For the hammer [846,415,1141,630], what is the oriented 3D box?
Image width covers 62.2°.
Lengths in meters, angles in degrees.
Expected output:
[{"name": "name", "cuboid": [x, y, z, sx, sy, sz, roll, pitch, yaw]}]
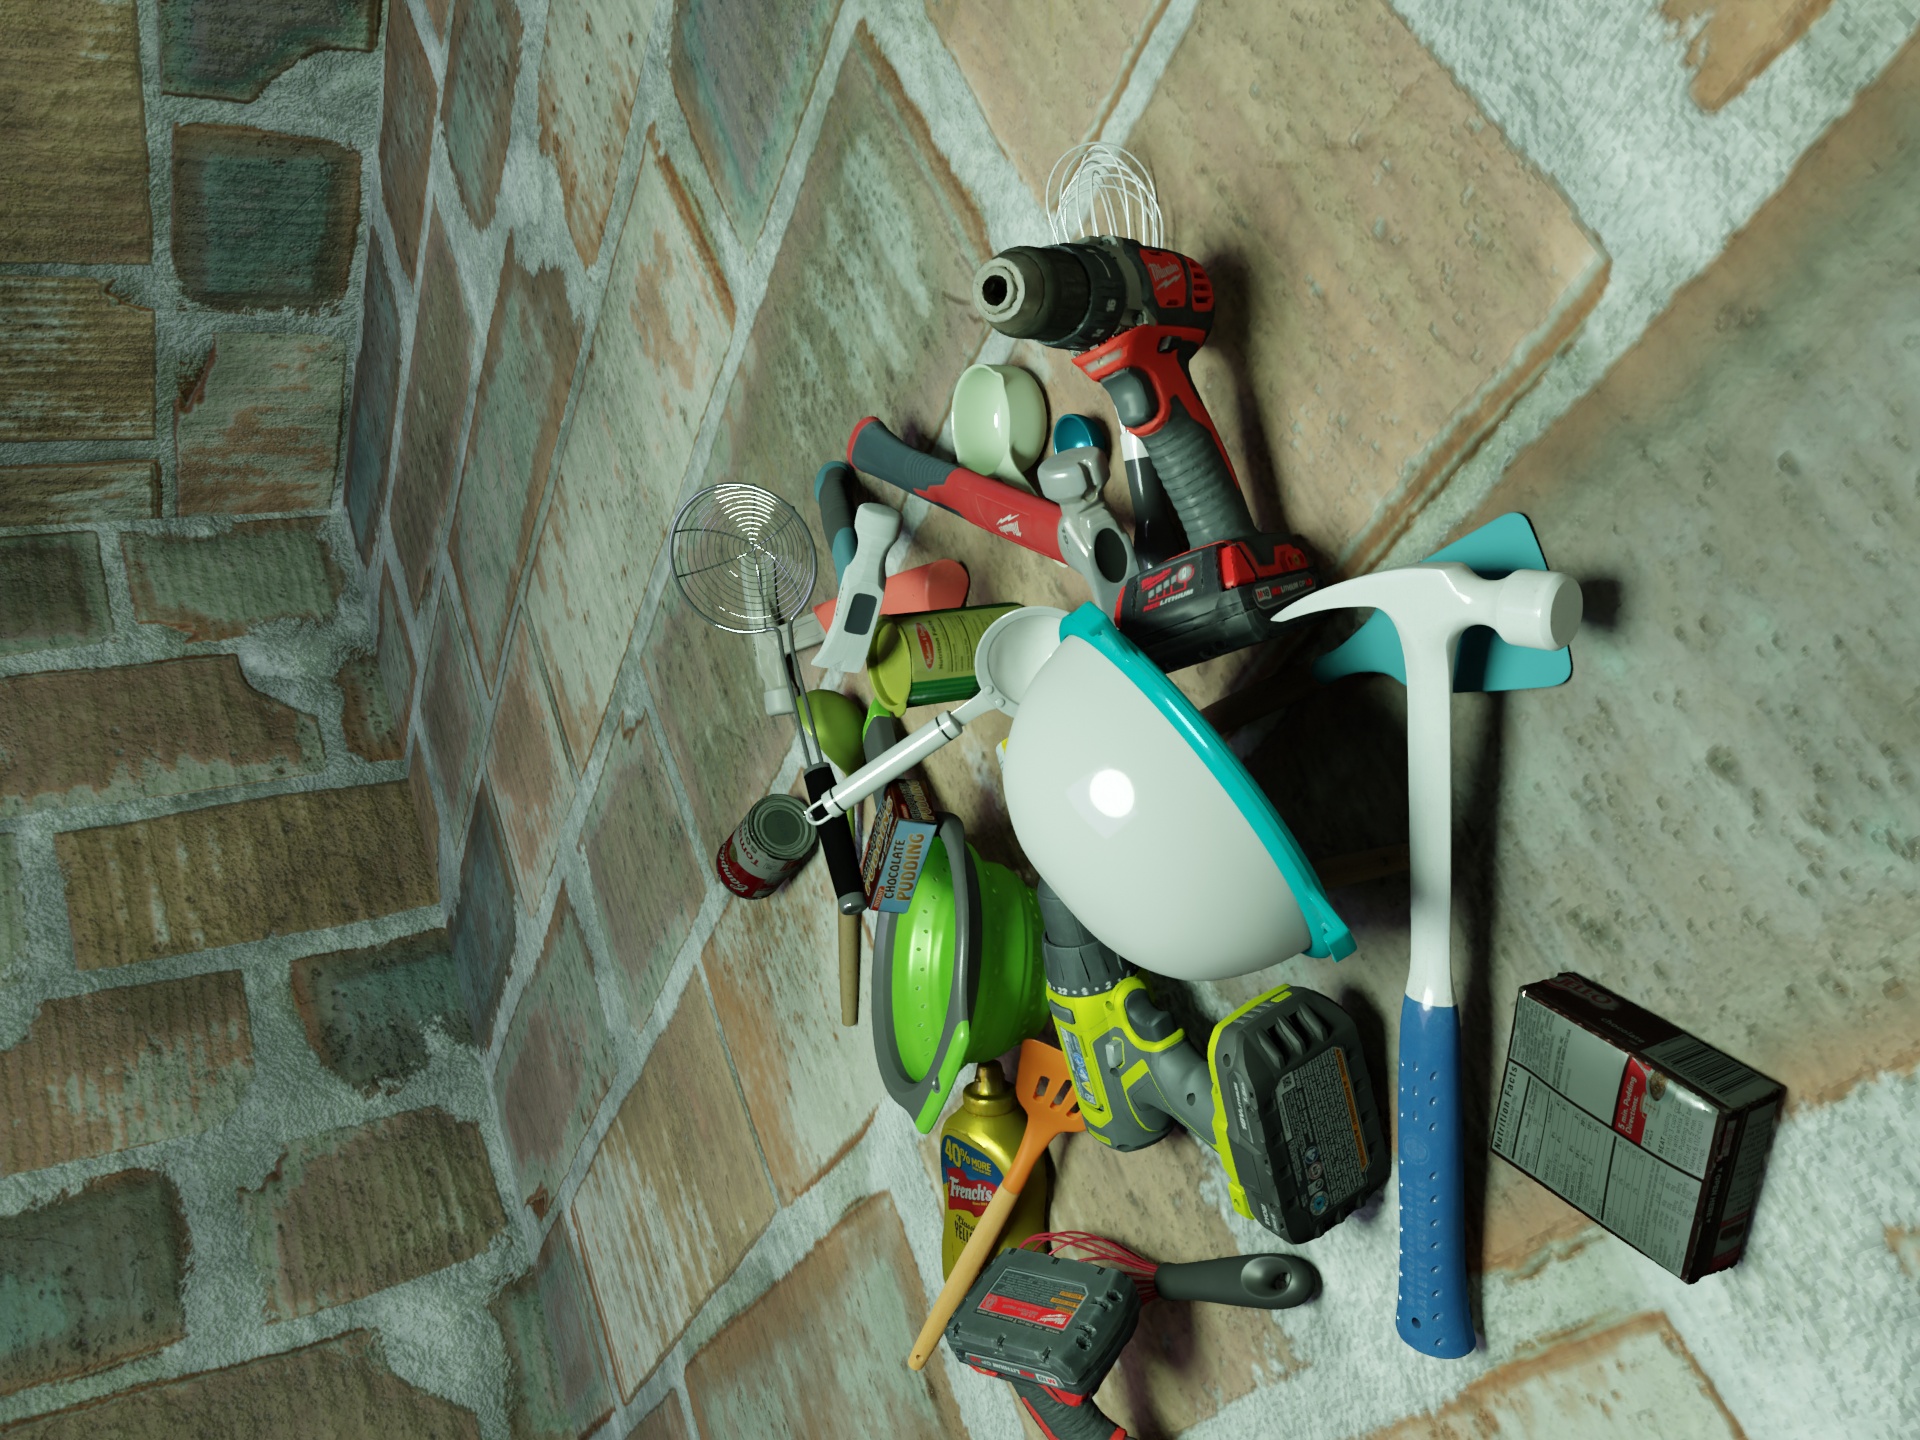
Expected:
[{"name": "hammer", "cuboid": [0.011, -0.132, 1.039, 0.387, 0.038, 0.143, 37, 149, 61]}]

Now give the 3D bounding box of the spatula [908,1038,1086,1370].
[{"name": "spatula", "cuboid": [0.024, 0.353, 1.129, 0.081, 0.041, 0.322, 26, 113, 5]}]

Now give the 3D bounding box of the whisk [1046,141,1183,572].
[{"name": "whisk", "cuboid": [0.102, -0.194, 0.932, 0.070, 0.070, 0.284, 2, 104, 60]}]

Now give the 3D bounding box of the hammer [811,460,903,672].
[{"name": "hammer", "cuboid": [-0.084, -0.134, 1.166, 0.331, 0.033, 0.128, -109, 32, -66]}]

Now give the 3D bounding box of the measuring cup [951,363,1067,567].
[{"name": "measuring cup", "cuboid": [0.046, -0.166, 1.049, 0.168, 0.038, 0.083, 62, 145, 27]}]

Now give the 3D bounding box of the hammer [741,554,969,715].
[{"name": "hammer", "cuboid": [-0.096, -0.095, 1.315, 0.359, 0.036, 0.149, -12, 87, 61]}]

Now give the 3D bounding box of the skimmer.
[{"name": "skimmer", "cuboid": [-0.143, -0.020, 1.257, 0.127, 0.090, 0.364, -26, 63, 18]}]

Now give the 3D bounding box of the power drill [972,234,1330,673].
[{"name": "power drill", "cuboid": [0.094, -0.139, 0.809, 0.080, 0.188, 0.227, -20, 88, 36]}]

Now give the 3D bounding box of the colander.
[{"name": "colander", "cuboid": [-0.005, 0.117, 1.175, 0.398, 0.094, 0.204, -105, 28, -49]}]

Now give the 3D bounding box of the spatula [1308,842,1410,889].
[{"name": "spatula", "cuboid": [0.156, 0.101, 0.940, 0.316, 0.018, 0.060, -25, 74, 60]}]

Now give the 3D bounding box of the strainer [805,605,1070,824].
[{"name": "strainer", "cuboid": [-0.002, -0.003, 1.056, 0.086, 0.258, 0.050, 50, -165, -21]}]

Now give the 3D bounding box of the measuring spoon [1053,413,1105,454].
[{"name": "measuring spoon", "cuboid": [0.087, -0.133, 1.012, 0.042, 0.021, 0.128, 8, 113, 59]}]

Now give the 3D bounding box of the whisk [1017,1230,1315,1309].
[{"name": "whisk", "cuboid": [0.122, 0.364, 1.030, 0.296, 0.073, 0.073, -29, 72, 53]}]

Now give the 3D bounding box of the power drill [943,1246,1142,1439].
[{"name": "power drill", "cuboid": [0.090, 0.454, 1.024, 0.143, 0.078, 0.219, -4, 118, 42]}]

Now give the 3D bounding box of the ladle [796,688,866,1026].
[{"name": "ladle", "cuboid": [-0.110, 0.125, 1.376, 0.078, 0.062, 0.320, -109, 18, -68]}]

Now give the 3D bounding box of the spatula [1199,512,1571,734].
[{"name": "spatula", "cuboid": [0.188, -0.019, 0.853, 0.317, 0.044, 0.082, -30, 72, 63]}]

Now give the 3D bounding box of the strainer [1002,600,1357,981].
[{"name": "strainer", "cuboid": [0.082, 0.063, 0.851, 0.211, 0.095, 0.340, 53, 174, 5]}]

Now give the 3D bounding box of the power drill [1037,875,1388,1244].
[{"name": "power drill", "cuboid": [0.128, 0.185, 0.921, 0.229, 0.080, 0.190, 15, 126, 59]}]

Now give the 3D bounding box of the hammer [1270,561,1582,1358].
[{"name": "hammer", "cuboid": [0.224, 0.122, 0.772, 0.144, 0.035, 0.405, 12, 113, 47]}]
